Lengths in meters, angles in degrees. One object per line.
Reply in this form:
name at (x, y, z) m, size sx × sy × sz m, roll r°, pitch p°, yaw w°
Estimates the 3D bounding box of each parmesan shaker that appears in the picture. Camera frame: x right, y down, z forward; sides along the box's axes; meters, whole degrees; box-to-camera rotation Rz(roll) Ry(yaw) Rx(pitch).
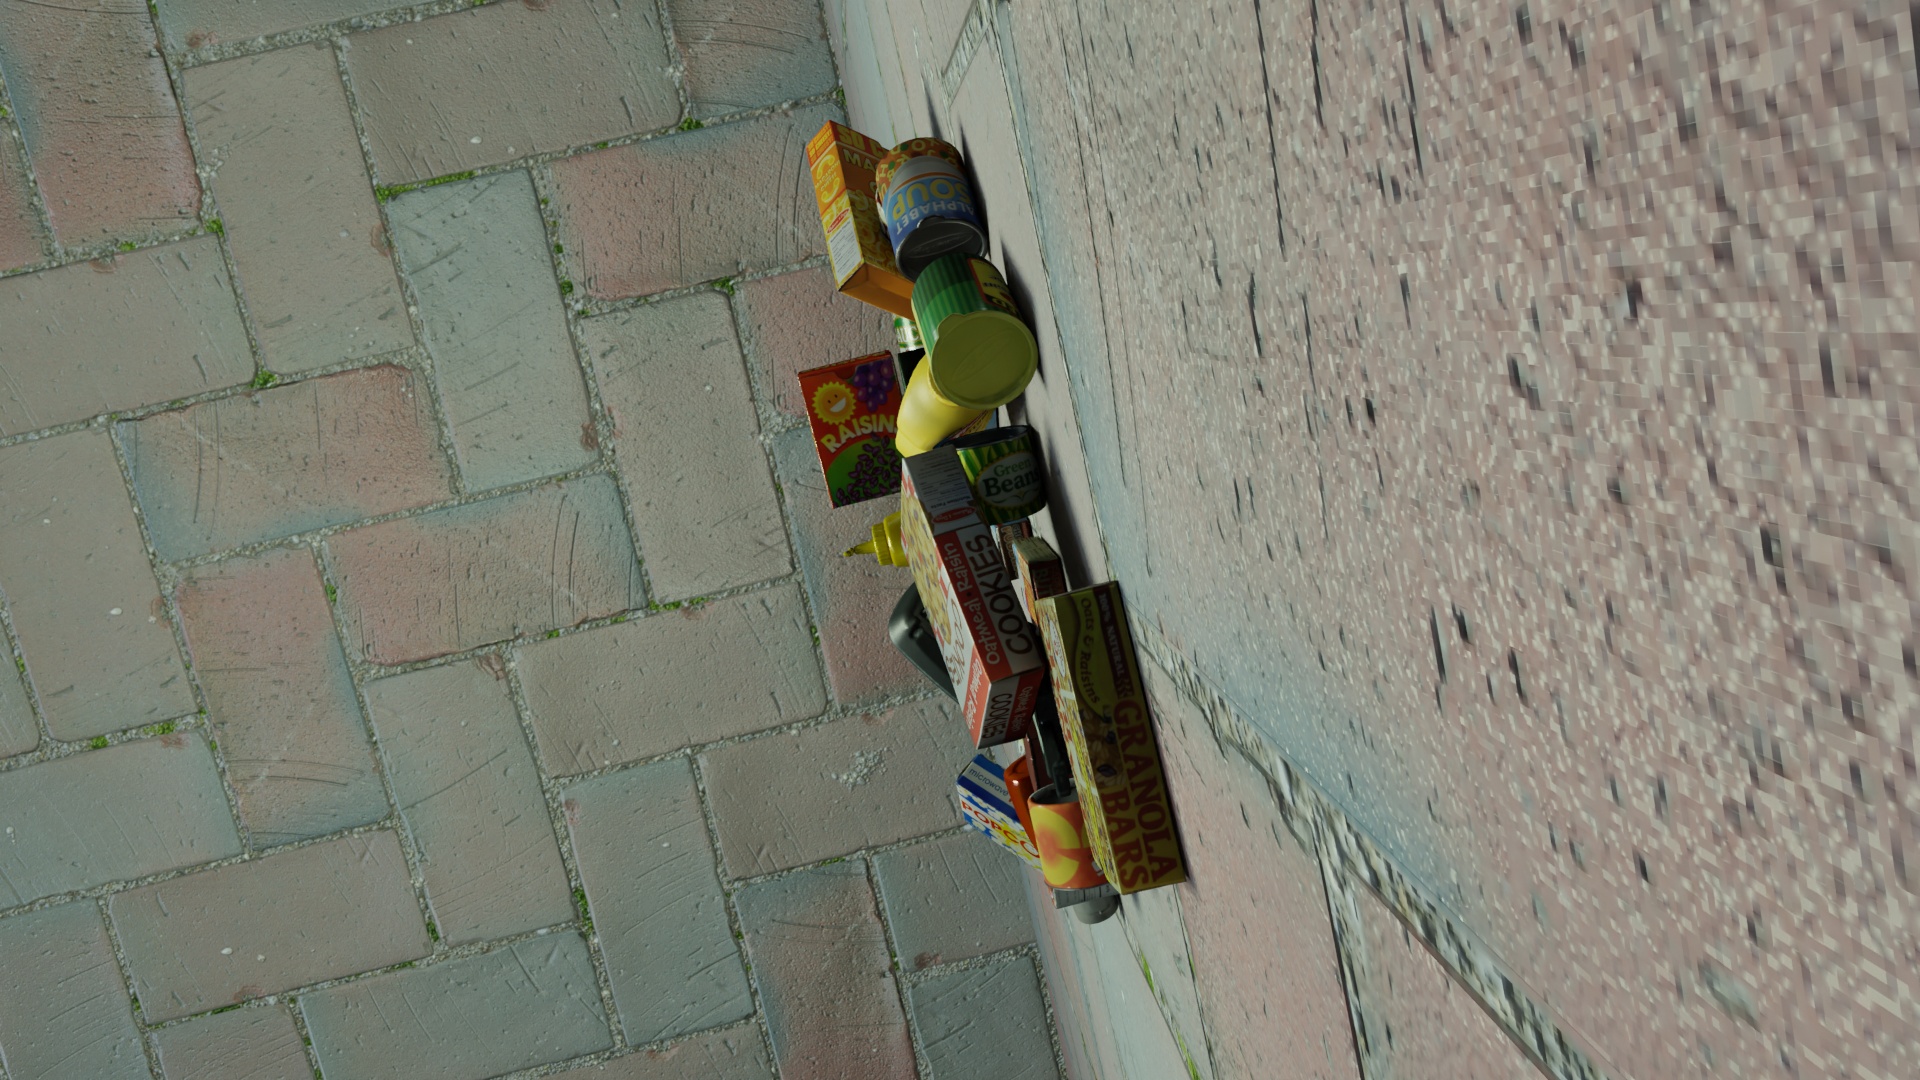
parmesan shaker at (0.005, -0.138, 0.885) m, size 0.103 × 0.071 × 0.071 m, roll -106°, pitch 4°, yaw -56°

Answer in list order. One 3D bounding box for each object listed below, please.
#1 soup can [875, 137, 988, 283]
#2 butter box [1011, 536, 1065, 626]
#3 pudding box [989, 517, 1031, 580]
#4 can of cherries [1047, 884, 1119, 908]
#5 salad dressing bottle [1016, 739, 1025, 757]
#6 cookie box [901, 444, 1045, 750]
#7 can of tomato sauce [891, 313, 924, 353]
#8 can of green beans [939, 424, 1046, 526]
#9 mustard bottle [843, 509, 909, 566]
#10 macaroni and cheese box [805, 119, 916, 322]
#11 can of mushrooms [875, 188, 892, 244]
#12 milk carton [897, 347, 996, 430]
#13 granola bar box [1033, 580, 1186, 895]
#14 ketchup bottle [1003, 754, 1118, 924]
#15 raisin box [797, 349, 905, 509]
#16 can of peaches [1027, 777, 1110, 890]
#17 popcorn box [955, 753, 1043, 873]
soup can at (-0.022, -0.236, 0.988) m, size 0.071 × 0.071 × 0.084 m, roll 82°, pitch 175°, yaw -60°
butter box at (0.060, 0.031, 1.041) m, size 0.103 × 0.024 × 0.053 m, roll -118°, pitch 16°, yaw -79°
pudding box at (0.043, 0.001, 1.184) m, size 0.084 × 0.030 × 0.049 m, roll -116°, pitch 12°, yaw -79°
can of cherries at (0.090, 0.233, 1.031) m, size 0.071 × 0.058 × 0.071 m, roll 172°, pitch 84°, yaw -87°
salad dressing bottle at (0.073, 0.182, 1.306) m, size 0.148 × 0.044 × 0.064 m, roll -106°, pitch 1°, yaw -49°
cookie box at (0.005, 0.040, 0.920) m, size 0.122 × 0.040 × 0.168 m, roll 96°, pitch 156°, yaw -62°
can of tomato sauce at (-0.029, -0.199, 1.304) m, size 0.071 × 0.071 × 0.083 m, roll -116°, pitch 13°, yaw -78°
can of green beans at (0.024, -0.046, 0.980) m, size 0.071 × 0.071 × 0.057 m, roll -116°, pitch 13°, yaw -78°
mustard bottle at (-0.030, -0.007, 1.283) m, size 0.048 × 0.160 × 0.065 m, roll 82°, pitch 175°, yaw -73°
macaroni and cheese box at (-0.057, -0.262, 1.161) m, size 0.124 × 0.040 × 0.167 m, roll 16°, pitch -132°, yaw -40°
can of mushrooms at (-0.032, -0.261, 1.092) m, size 0.033 × 0.071 × 0.071 m, roll 84°, pitch 173°, yaw -56°
milk carton at (-0.008, -0.103, 1.274) m, size 0.190 × 0.073 × 0.072 m, roll 83°, pitch 173°, yaw -67°
granola bar box at (0.082, 0.109, 0.801) m, size 0.124 × 0.039 × 0.165 m, roll 113°, pitch 144°, yaw -86°
ketchup bottle at (0.088, 0.239, 1.121) m, size 0.043 × 0.065 × 0.148 m, roll 16°, pitch 130°, yaw 65°
raisin box at (-0.088, -0.099, 1.230) m, size 0.040 × 0.086 × 0.123 m, roll -107°, pitch 3°, yaw -75°
can of peaches at (0.083, 0.192, 0.919) m, size 0.071 × 0.071 × 0.058 m, roll -147°, pitch 44°, yaw -86°
popcorn box at (0.059, 0.252, 1.239) m, size 0.127 × 0.038 × 0.084 m, roll 29°, pitch 152°, yaw 25°
